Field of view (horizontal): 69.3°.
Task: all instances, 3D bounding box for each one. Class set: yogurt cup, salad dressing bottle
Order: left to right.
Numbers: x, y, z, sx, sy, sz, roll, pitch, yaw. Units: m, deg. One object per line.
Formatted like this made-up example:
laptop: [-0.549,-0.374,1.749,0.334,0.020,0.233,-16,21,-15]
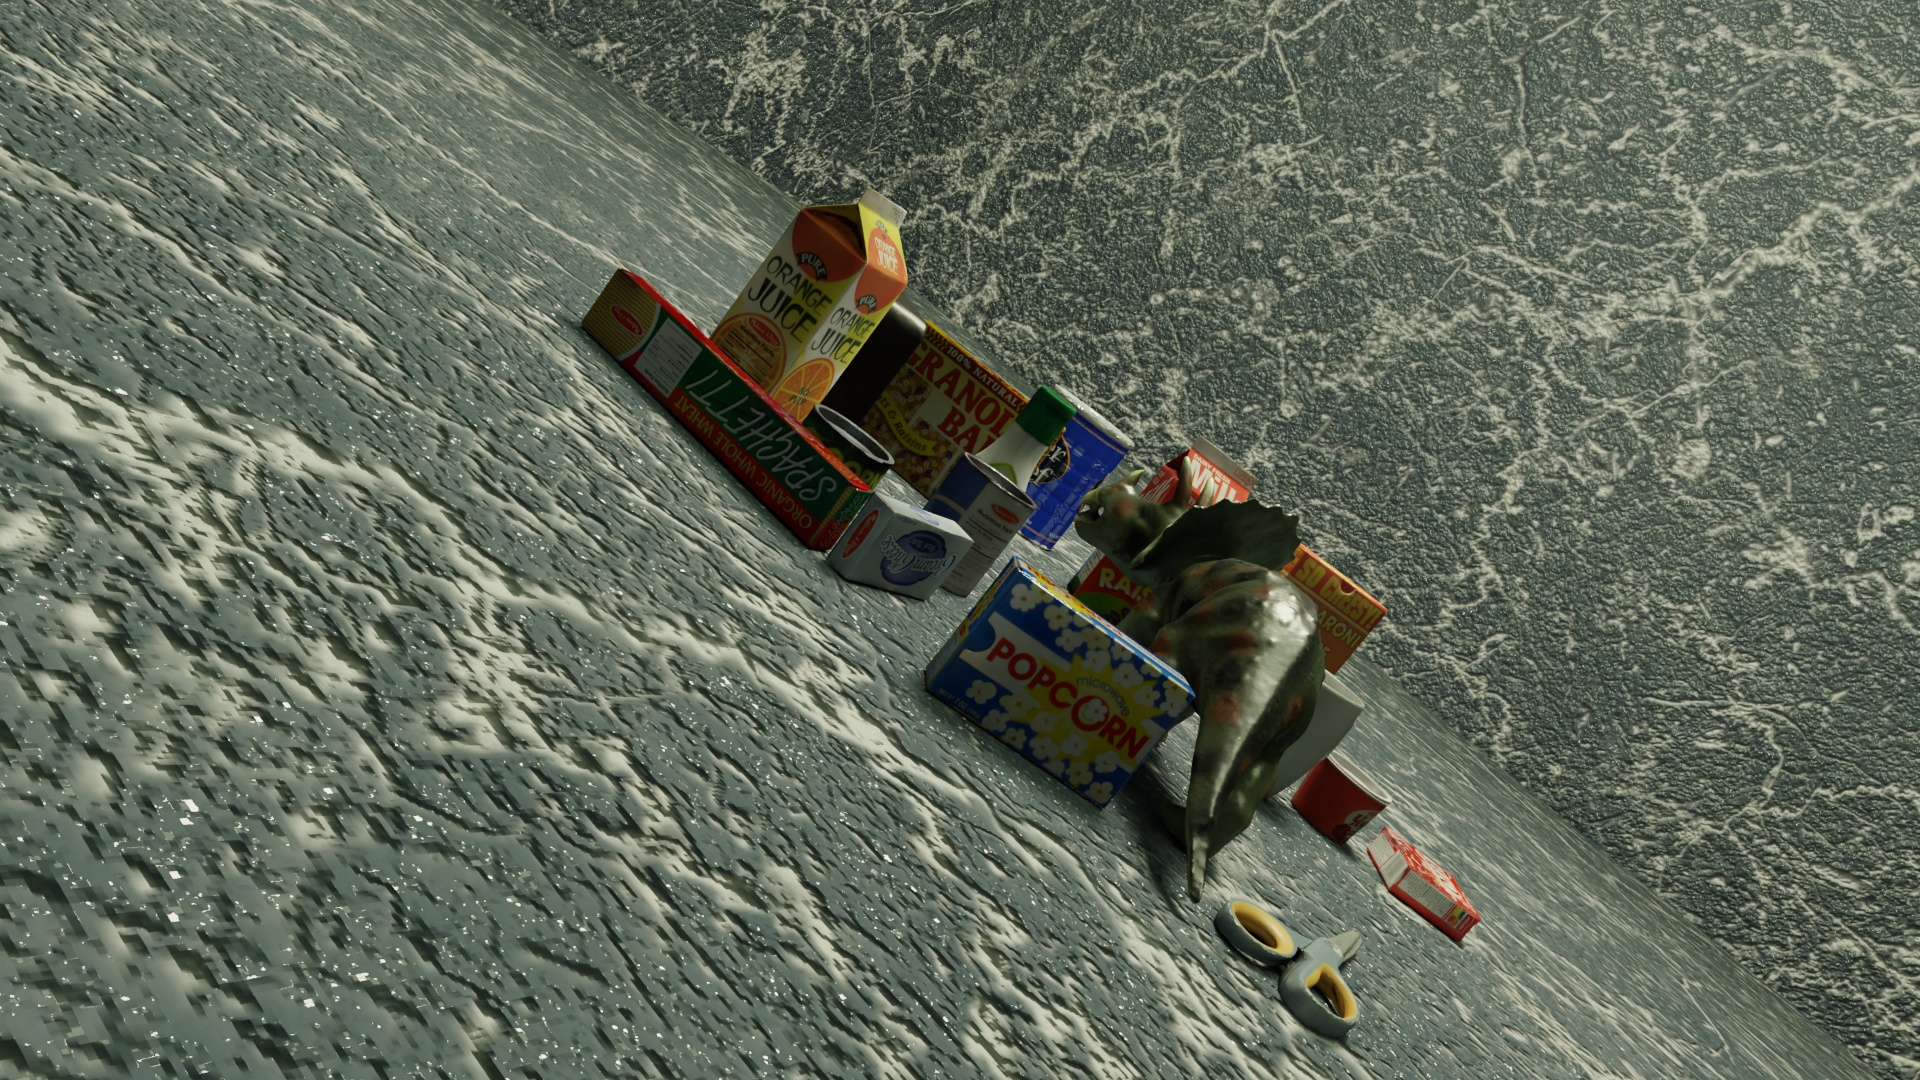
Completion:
salad dressing bottle: [0.037,-0.060,1.147,0.064,0.147,0.044,36,10,-7]
yogurt cup: [0.309,0.211,1.138,0.072,0.054,0.072,36,10,-7]

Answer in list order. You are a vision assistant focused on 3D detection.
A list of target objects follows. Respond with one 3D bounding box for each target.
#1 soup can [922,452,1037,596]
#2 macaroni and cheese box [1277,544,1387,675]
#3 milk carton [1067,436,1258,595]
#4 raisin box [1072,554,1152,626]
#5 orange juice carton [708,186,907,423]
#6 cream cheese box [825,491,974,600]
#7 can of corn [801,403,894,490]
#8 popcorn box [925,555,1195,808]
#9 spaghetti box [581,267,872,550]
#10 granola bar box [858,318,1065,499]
soup can: [0.004,-0.013,1.007,0.071,0.083,0.071,36,10,-7]
macaroni and cheese box: [0.313,0.096,1.338,0.123,0.166,0.040,33,11,-26]
milk carton: [0.187,-0.002,1.277,0.072,0.190,0.073,36,10,-10]
raisin box: [0.144,0.046,1.112,0.086,0.123,0.040,41,10,17]
orange juice carton: [-0.110,-0.174,1.028,0.073,0.192,0.072,41,10,19]
cream cheese box: [-0.037,0.005,0.877,0.024,0.053,0.104,43,11,28]
can of corn: [-0.087,-0.048,0.928,0.071,0.058,0.071,36,10,-7]
popcorn box: [0.055,0.079,0.775,0.126,0.085,0.038,35,10,-12]
spaghetti box: [-0.155,-0.088,0.897,0.250,0.050,0.028,42,11,24]
granola bar box: [-0.007,-0.102,1.247,0.166,0.124,0.039,41,10,17]
